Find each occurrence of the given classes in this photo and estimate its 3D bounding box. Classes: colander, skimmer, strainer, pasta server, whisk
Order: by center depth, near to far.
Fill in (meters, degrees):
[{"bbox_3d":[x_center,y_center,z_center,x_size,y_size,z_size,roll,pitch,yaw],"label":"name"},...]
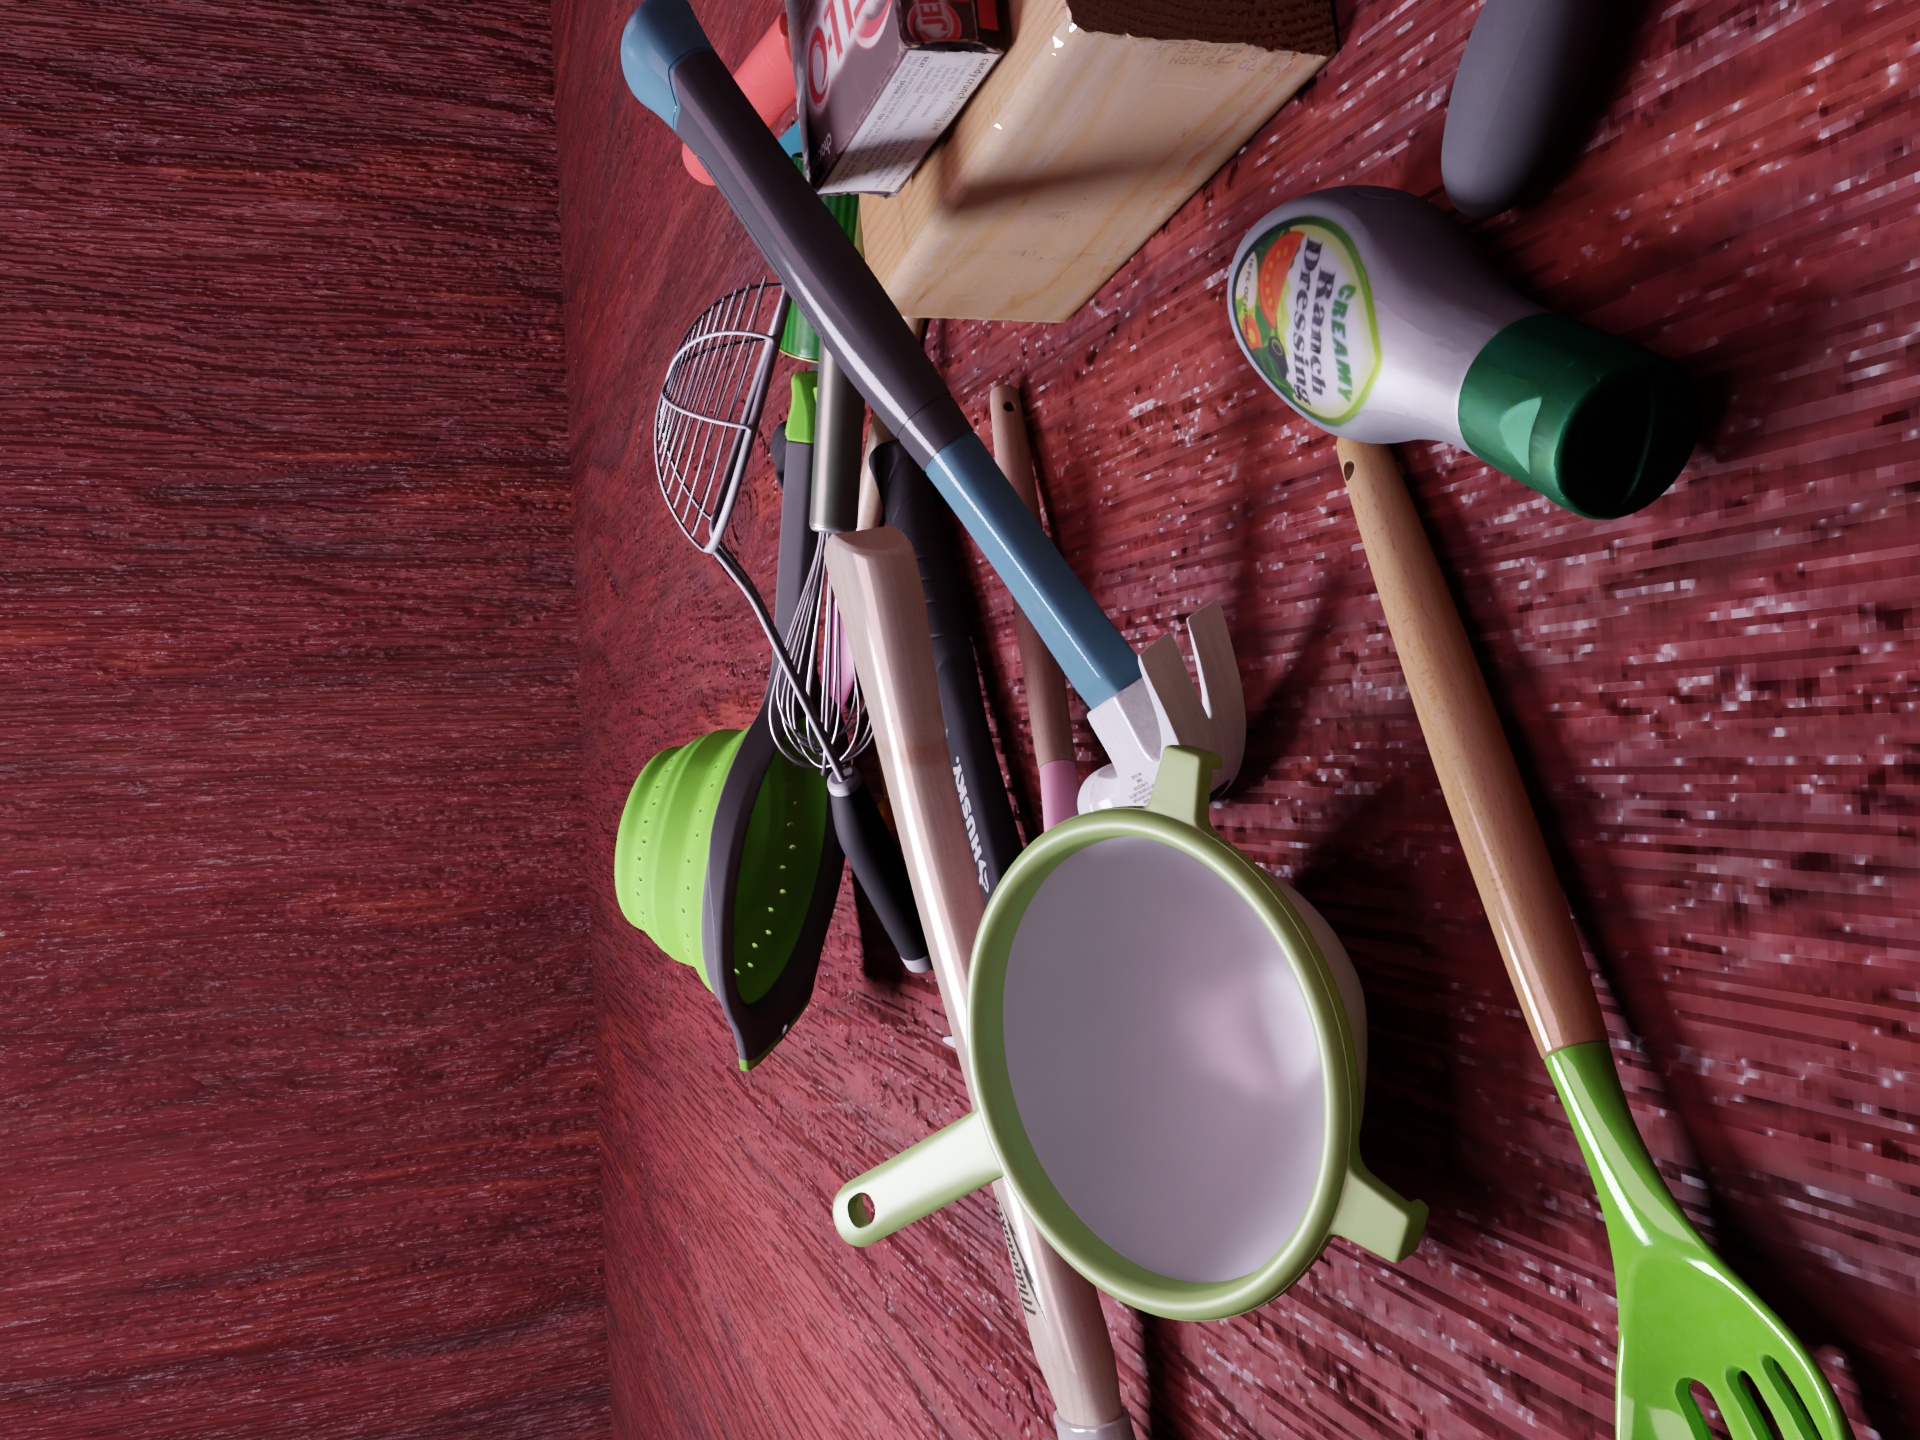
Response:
[{"bbox_3d":[0.144,-0.225,0.294,0.284,0.070,0.070,100,158,-44],"label":"whisk"},{"bbox_3d":[0.045,0.125,0.527,0.256,0.069,0.152,-42,63,43],"label":"strainer"},{"bbox_3d":[0.037,-0.009,0.644,0.040,0.060,0.316,109,157,-63],"label":"pasta server"},{"bbox_3d":[-0.051,-0.029,0.761,0.127,0.090,0.363,-96,-14,-61],"label":"skimmer"},{"bbox_3d":[-0.066,-0.092,0.827,0.059,0.058,0.246,-125,38,-78],"label":"whisk"},{"bbox_3d":[-0.132,-0.002,0.913,0.204,0.094,0.397,-43,-40,-69],"label":"colander"}]

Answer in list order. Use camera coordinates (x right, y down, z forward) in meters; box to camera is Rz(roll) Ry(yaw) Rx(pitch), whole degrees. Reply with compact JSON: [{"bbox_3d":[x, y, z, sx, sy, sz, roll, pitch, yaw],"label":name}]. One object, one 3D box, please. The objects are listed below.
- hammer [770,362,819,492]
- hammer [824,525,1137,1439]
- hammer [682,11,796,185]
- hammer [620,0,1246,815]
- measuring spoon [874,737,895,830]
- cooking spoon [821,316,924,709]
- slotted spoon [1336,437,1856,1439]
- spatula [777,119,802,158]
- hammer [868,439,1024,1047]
[{"bbox_3d":[-0.071,-0.273,0.932,0.127,0.034,0.336,-115,29,-49],"label":"hammer"},{"bbox_3d":[0.004,0.120,0.657,0.146,0.038,0.411,-35,68,63],"label":"hammer"},{"bbox_3d":[-0.096,-0.331,0.797,0.359,0.149,0.036,-170,77,-68],"label":"hammer"},{"bbox_3d":[-0.012,-0.103,0.547,0.331,0.033,0.128,55,160,1],"label":"hammer"},{"bbox_3d":[-0.051,0.010,0.942,0.021,0.011,0.117,127,138,-61],"label":"measuring spoon"},{"bbox_3d":[-0.053,-0.123,0.921,0.069,0.017,0.318,-104,22,-44],"label":"cooking spoon"},{"bbox_3d":[0.140,0.053,0.379,0.070,0.031,0.314,118,146,-55],"label":"slotted spoon"},{"bbox_3d":[-0.069,-0.421,0.896,0.317,0.044,0.082,113,161,-49],"label":"spatula"},{"bbox_3d":[-0.001,-0.002,0.763,0.146,0.035,0.335,115,147,-52],"label":"hammer"}]
